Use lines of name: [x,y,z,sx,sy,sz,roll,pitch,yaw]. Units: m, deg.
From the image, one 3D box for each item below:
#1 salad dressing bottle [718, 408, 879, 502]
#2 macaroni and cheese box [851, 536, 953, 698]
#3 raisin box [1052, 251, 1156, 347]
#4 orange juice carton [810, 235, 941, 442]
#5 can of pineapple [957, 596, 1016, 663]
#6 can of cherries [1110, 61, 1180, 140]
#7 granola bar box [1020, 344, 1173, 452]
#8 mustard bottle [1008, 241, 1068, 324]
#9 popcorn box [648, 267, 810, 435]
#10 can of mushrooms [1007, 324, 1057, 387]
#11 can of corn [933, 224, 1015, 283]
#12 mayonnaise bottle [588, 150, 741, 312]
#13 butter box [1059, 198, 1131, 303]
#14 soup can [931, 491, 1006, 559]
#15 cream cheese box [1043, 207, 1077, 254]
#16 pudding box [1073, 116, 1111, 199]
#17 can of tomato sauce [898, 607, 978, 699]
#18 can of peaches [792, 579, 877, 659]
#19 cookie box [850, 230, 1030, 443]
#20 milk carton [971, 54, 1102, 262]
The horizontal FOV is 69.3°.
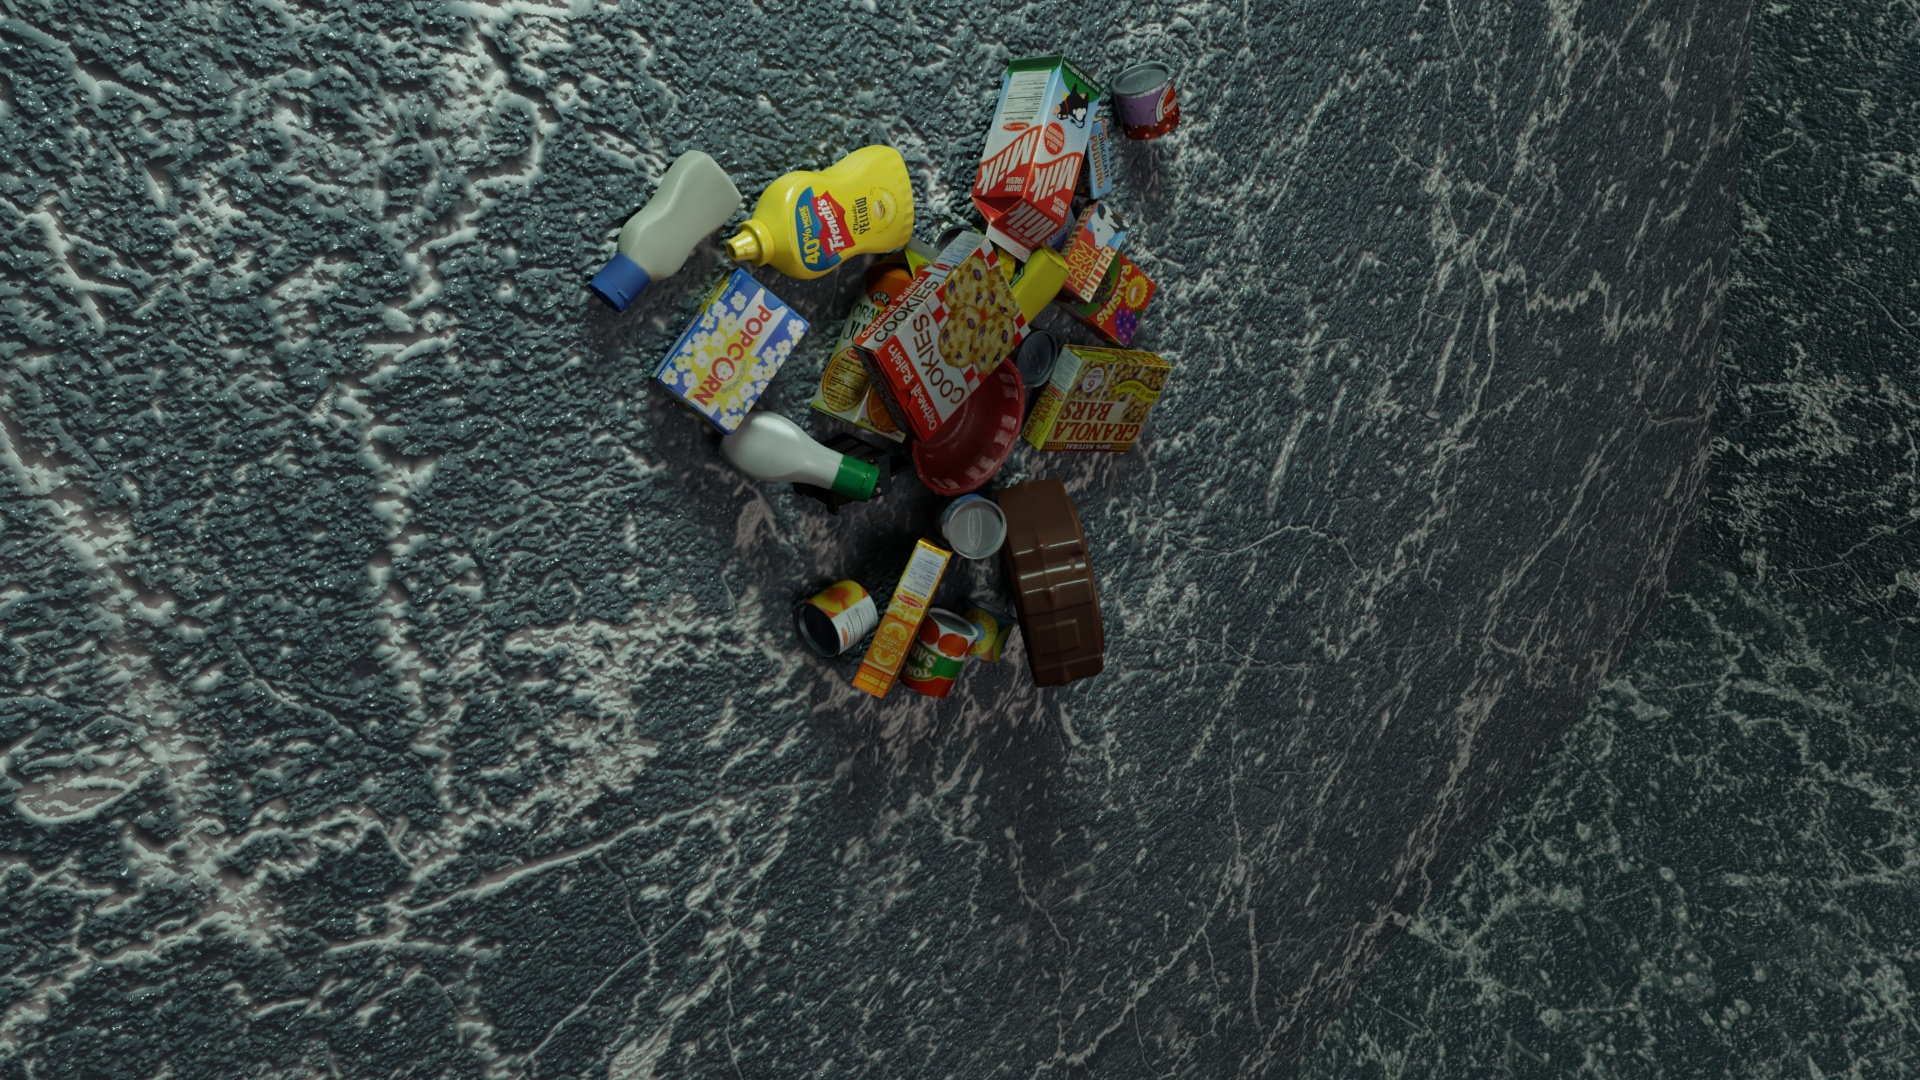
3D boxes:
salad dressing bottle: [-0.151,-0.077,1.308,0.148,0.044,0.064,21,92,-9]
macaroni and cheese box: [-0.059,0.080,1.493,0.124,0.040,0.166,-46,161,-88]
raisin box: [0.164,-0.285,1.591,0.123,0.040,0.086,27,88,-47]
orange juice carton: [-0.066,-0.202,1.372,0.072,0.073,0.192,21,94,-48]
can of pineapple: [0.024,0.105,1.620,0.071,0.071,0.058,19,96,-48]
can of cherries: [0.204,-0.478,1.512,0.072,0.071,0.058,-43,135,-21]
granola bar box: [0.161,-0.163,1.626,0.166,0.039,0.123,-3,128,-45]
mustard bottle: [0.045,-0.242,1.461,0.049,0.065,0.159,34,111,-28]
popcorn box: [-0.208,-0.170,1.250,0.085,0.038,0.127,38,80,-25]
can of mushrooms: [0.072,-0.204,1.542,0.071,0.033,0.070,-23,125,-37]
can of corn: [0.015,-0.286,1.415,0.058,0.071,0.071,1,108,-47]
mayonnaise bottle: [-0.253,-0.259,1.178,0.148,0.041,0.064,-51,136,-12]
butter box: [0.139,-0.314,1.513,0.053,0.024,0.103,30,87,-29]
soup can: [0.005,-0.019,1.515,0.071,0.084,0.071,-2,99,-13]
cream cheese box: [0.085,-0.321,1.503,0.104,0.024,0.053,-49,136,-17]
pudding box: [0.133,-0.412,1.488,0.030,0.050,0.083,-31,129,-29]
can of tomato sauce: [-0.028,0.127,1.569,0.071,0.071,0.083,11,111,-48]
can of peaches: [-0.130,0.080,1.452,0.058,0.071,0.071,-32,130,-38]
cookie box: [-0.016,-0.196,1.339,0.168,0.040,0.122,-48,136,-19]
milk carton: [0.072,-0.382,1.399,0.072,0.073,0.190,21,83,-48]
